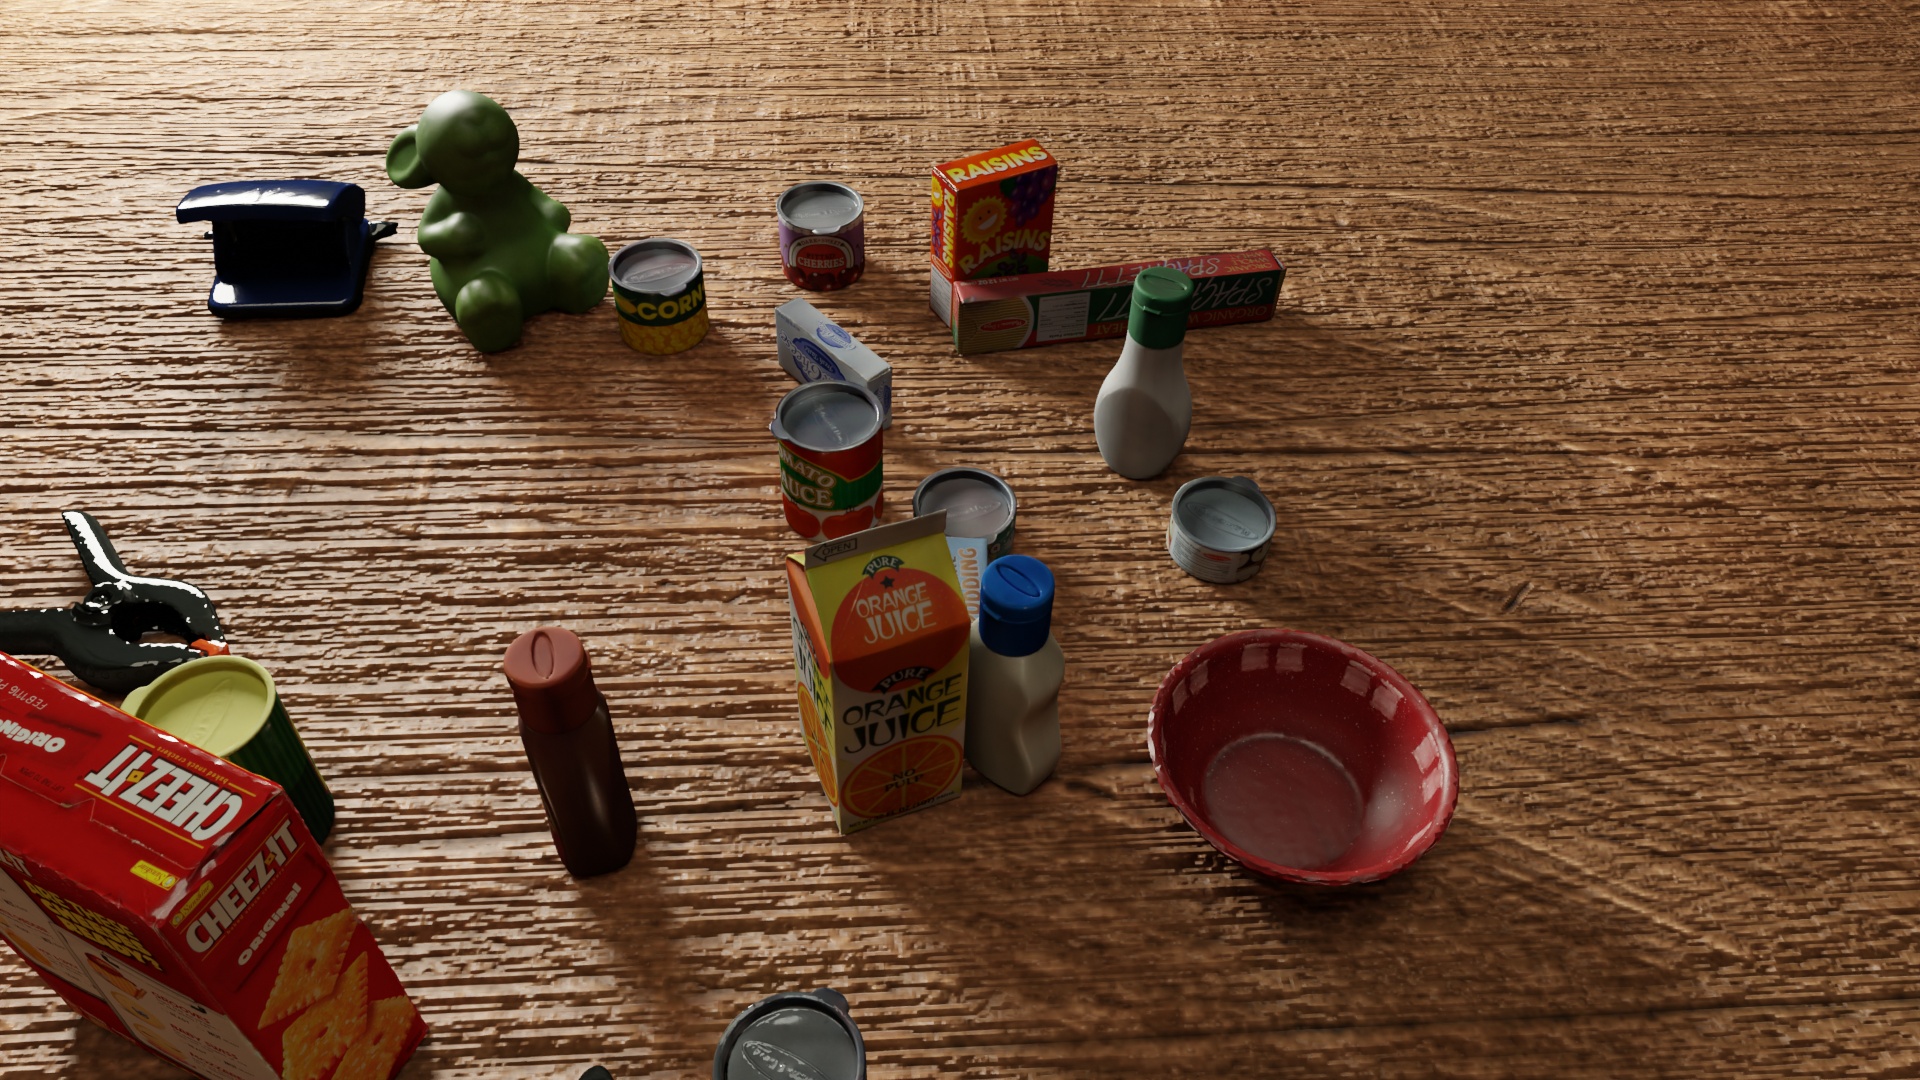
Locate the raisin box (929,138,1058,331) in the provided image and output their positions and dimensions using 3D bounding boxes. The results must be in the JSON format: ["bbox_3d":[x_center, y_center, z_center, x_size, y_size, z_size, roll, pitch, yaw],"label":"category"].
[{"bbox_3d":[0.023,-0.223,1.020,0.086,0.122,0.040,-20,51,-21],"label":"raisin box"}]

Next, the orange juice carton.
[{"bbox_3d":[-0.041,0.059,0.701,0.072,0.191,0.073,-15,49,-16],"label":"orange juice carton"}]

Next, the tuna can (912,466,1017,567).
[{"bbox_3d":[0.003,-0.011,0.880,0.071,0.032,0.071,1,46,-1],"label":"tuna can"}]

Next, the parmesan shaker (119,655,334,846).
[{"bbox_3d":[-0.364,0.115,0.694,0.071,0.102,0.072,1,47,-1],"label":"parmesan shaker"}]

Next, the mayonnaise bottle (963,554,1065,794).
[{"bbox_3d":[0.026,0.070,0.725,0.065,0.147,0.041,37,55,28],"label":"mayonnaise bottle"}]

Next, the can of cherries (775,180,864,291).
[{"bbox_3d":[-0.107,-0.232,1.067,0.071,0.058,0.072,1,47,-1],"label":"can of cherries"}]

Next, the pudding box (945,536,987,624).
[{"bbox_3d":[0.000,0.043,0.816,0.030,0.049,0.084,2,46,-1],"label":"pudding box"}]

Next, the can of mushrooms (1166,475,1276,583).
[{"bbox_3d":[0.167,-0.008,0.884,0.071,0.033,0.071,1,46,-1],"label":"can of mushrooms"}]

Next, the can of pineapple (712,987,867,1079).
[{"bbox_3d":[-0.073,0.243,0.617,0.071,0.057,0.071,1,47,-1],"label":"can of pineapple"}]

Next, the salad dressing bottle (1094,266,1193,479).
[{"bbox_3d":[0.122,-0.106,0.897,0.064,0.146,0.044,21,49,16],"label":"salad dressing bottle"}]

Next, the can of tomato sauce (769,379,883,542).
[{"bbox_3d":[-0.083,-0.048,0.876,0.071,0.082,0.071,1,47,-1],"label":"can of tomato sauce"}]

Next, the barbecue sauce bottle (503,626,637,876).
[{"bbox_3d":[-0.191,0.102,0.683,0.044,0.147,0.065,-11,48,-13],"label":"barbecue sauce bottle"}]

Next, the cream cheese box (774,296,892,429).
[{"bbox_3d":[-0.088,-0.121,0.966,0.024,0.053,0.104,-33,56,-29],"label":"cream cheese box"}]

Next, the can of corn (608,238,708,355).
[{"bbox_3d":[-0.217,-0.175,1.007,0.071,0.058,0.071,1,47,-1],"label":"can of corn"}]

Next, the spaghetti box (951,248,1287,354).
[{"bbox_3d":[0.117,-0.177,1.031,0.250,0.049,0.029,-8,47,-10],"label":"spaghetti box"}]
